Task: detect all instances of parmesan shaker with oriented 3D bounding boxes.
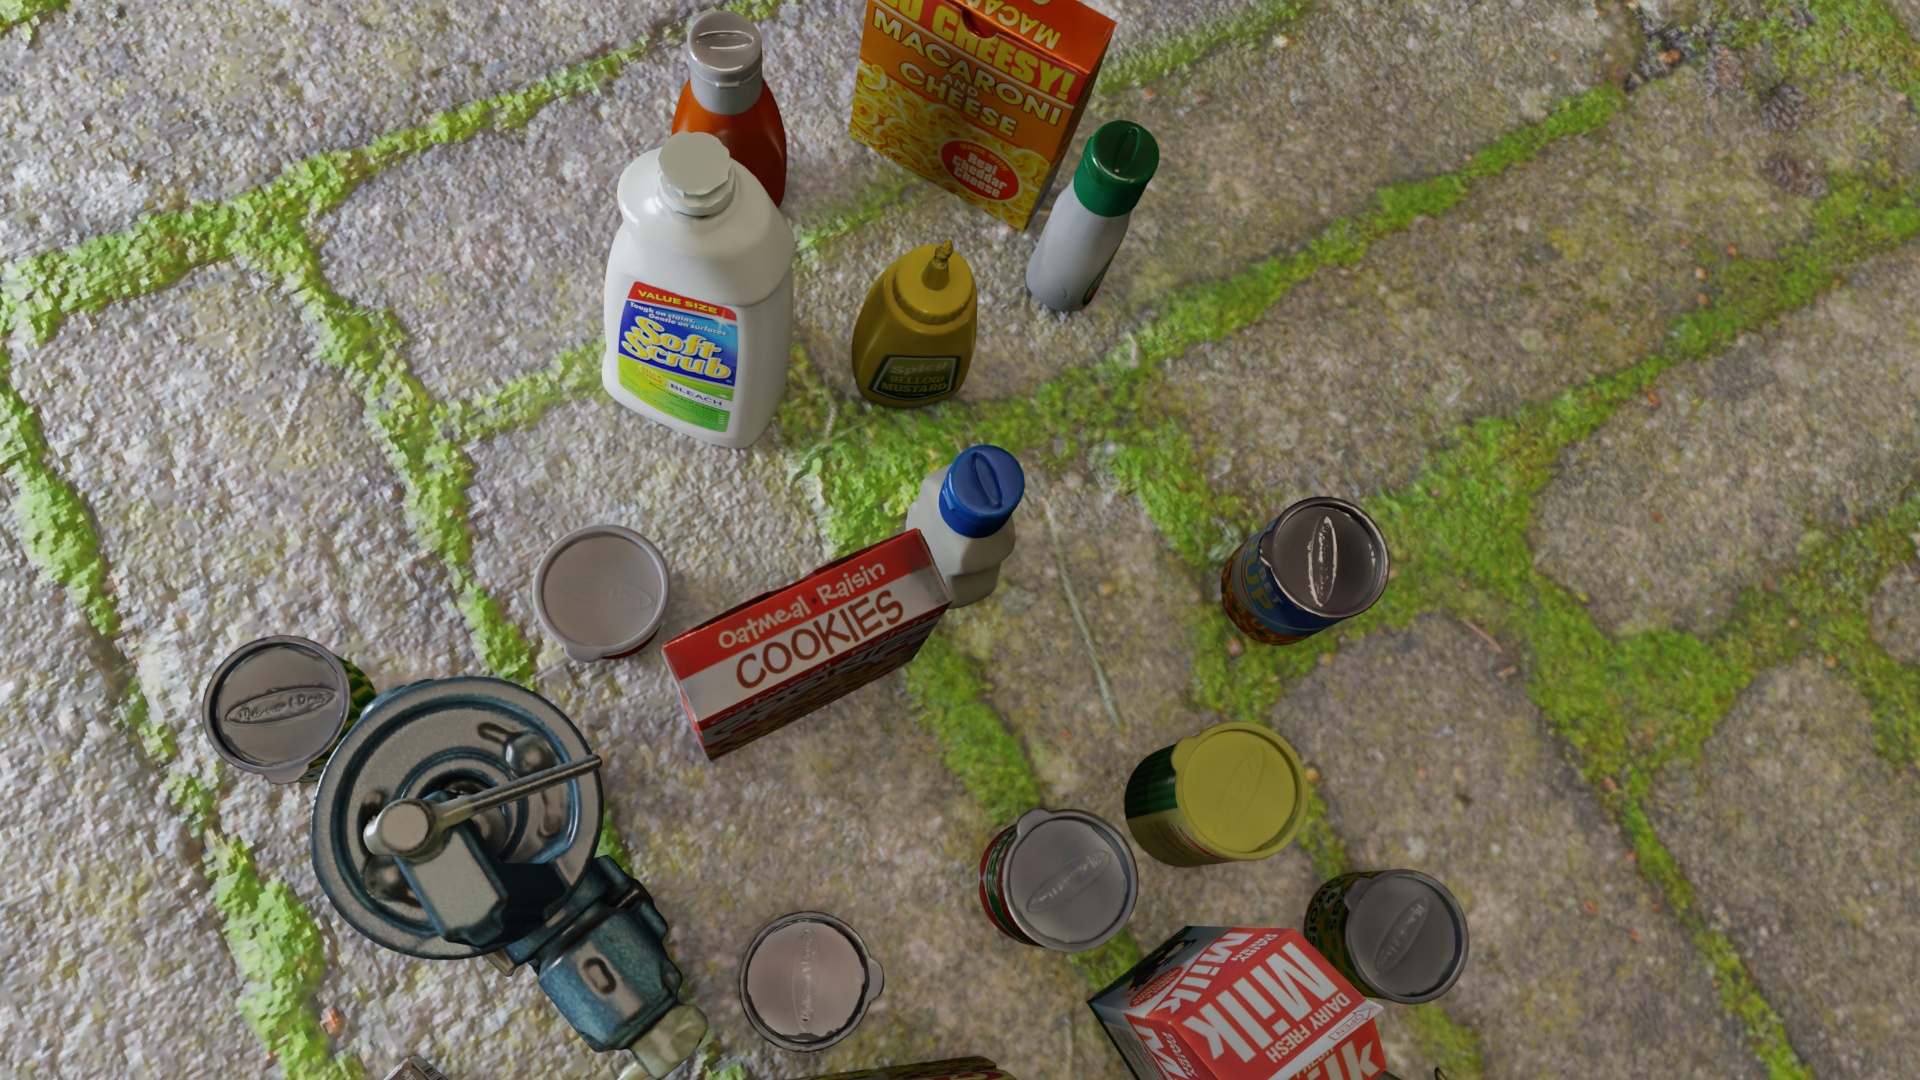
[{"bbox_3d":[0.126,0.130,0.712,0.071,0.102,0.071,2,75,-8],"label":"parmesan shaker"}]

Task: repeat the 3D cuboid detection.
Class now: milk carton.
[{"bbox_3d":[0.127,0.228,0.640,0.072,0.190,0.073,-31,82,-15],"label":"milk carton"}]

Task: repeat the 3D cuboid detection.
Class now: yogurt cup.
[{"bbox_3d":[-0.183,0.030,0.718,0.072,0.053,0.072,2,75,-8],"label":"yogurt cup"}]

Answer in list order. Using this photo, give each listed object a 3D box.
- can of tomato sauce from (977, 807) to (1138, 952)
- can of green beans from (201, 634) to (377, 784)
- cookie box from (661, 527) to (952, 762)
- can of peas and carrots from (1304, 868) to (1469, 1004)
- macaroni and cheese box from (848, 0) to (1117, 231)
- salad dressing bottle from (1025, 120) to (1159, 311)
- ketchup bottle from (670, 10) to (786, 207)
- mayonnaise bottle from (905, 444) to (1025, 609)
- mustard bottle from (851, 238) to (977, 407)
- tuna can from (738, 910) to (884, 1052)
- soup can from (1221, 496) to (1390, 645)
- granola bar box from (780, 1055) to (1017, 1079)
[{"bbox_3d":[0.045,0.170,0.699,0.071,0.083,0.071,2,75,-8],"label":"can of tomato sauce"},{"bbox_3d":[-0.326,0.084,0.680,0.071,0.057,0.071,2,75,-8],"label":"can of green beans"},{"bbox_3d":[-0.076,0.054,0.669,0.123,0.167,0.040,-26,80,-14],"label":"cookie box"},{"bbox_3d":[0.220,0.205,0.729,0.071,0.058,0.071,2,75,-8],"label":"can of peas and carrots"},{"bbox_3d":[0.006,-0.250,0.765,0.124,0.166,0.040,29,73,0],"label":"macaroni and cheese box"},{"bbox_3d":[0.072,-0.176,0.765,0.044,0.147,0.064,24,73,-2],"label":"salad dressing bottle"},{"bbox_3d":[-0.125,-0.224,0.747,0.065,0.148,0.043,-5,76,-10],"label":"ketchup bottle"},{"bbox_3d":[0.003,-0.009,0.708,0.041,0.147,0.065,-21,79,-13],"label":"mayonnaise bottle"},{"bbox_3d":[-0.021,-0.116,0.727,0.065,0.159,0.049,-2,76,-9],"label":"mustard bottle"},{"bbox_3d":[-0.075,0.219,0.694,0.071,0.032,0.071,2,75,-8],"label":"tuna can"},{"bbox_3d":[0.184,0.018,0.761,0.071,0.083,0.071,2,75,-8],"label":"soup can"},{"bbox_3d":[-0.059,0.269,0.635,0.166,0.124,0.039,-3,76,-9],"label":"granola bar box"}]
